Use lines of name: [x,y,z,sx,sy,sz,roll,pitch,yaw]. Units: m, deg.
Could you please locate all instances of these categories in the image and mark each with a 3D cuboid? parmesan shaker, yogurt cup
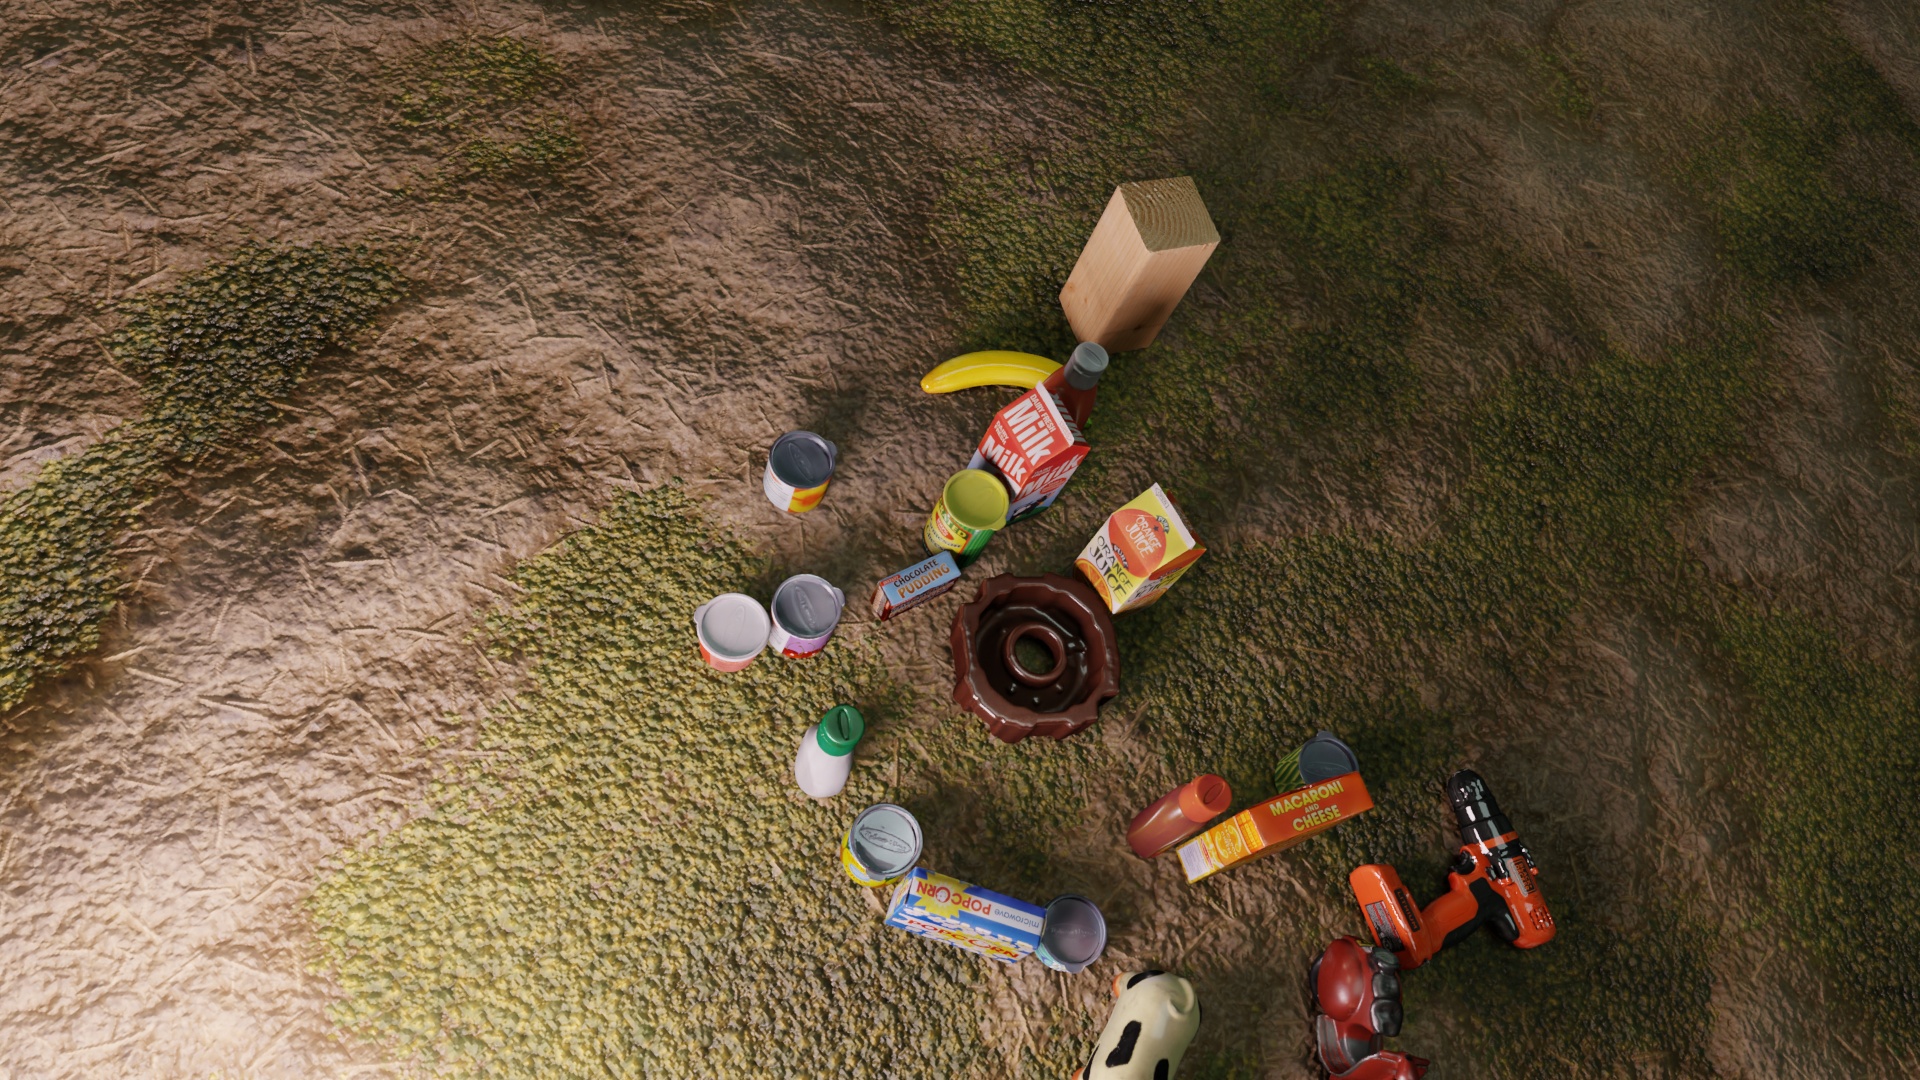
parmesan shaker: [0.005,-0.018,1.398,0.071,0.102,0.071,6,64,-13]
yogurt cup: [-0.216,0.090,1.312,0.072,0.053,0.072,6,63,-13]

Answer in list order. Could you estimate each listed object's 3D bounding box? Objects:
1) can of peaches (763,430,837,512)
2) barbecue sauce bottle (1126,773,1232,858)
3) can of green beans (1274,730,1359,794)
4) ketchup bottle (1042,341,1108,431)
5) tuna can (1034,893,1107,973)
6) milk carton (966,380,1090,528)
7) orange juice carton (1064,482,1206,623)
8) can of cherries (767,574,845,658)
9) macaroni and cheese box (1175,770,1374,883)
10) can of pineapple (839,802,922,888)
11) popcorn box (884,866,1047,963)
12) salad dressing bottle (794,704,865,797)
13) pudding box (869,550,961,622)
can of peaches: [-0.161,-0.069,1.402,0.071,0.057,0.071,6,64,-13]
barbecue sauce bottle: [0.206,0.254,1.296,0.065,0.148,0.044,-37,79,-27]
can of green beans: [0.358,0.237,1.399,0.071,0.057,0.071,6,64,-13]
ketchup bottle: [0.115,-0.155,1.470,0.065,0.148,0.044,45,62,8]
tuna can: [0.099,0.364,1.279,0.071,0.032,0.071,6,63,-13]
milk carton: [0.068,-0.086,1.399,0.074,0.189,0.072,-22,73,-24]
orange juice carton: [0.178,0.014,1.380,0.073,0.191,0.072,-22,73,-24]
can of cherries: [-0.149,0.074,1.336,0.071,0.058,0.072,6,64,-13]
macaroni and cheese box: [0.291,0.270,1.302,0.124,0.165,0.040,-14,70,-21]
can of pineapple: [-0.074,0.278,1.258,0.071,0.057,0.071,6,64,-13]
popcorn box: [0.004,0.335,1.236,0.127,0.085,0.038,20,62,-6]
salad dressing bottle: [-0.116,0.186,1.239,0.044,0.147,0.064,-3,66,-17]
pudding box: [-0.045,0.045,1.384,0.084,0.049,0.030,-24,74,-24]
